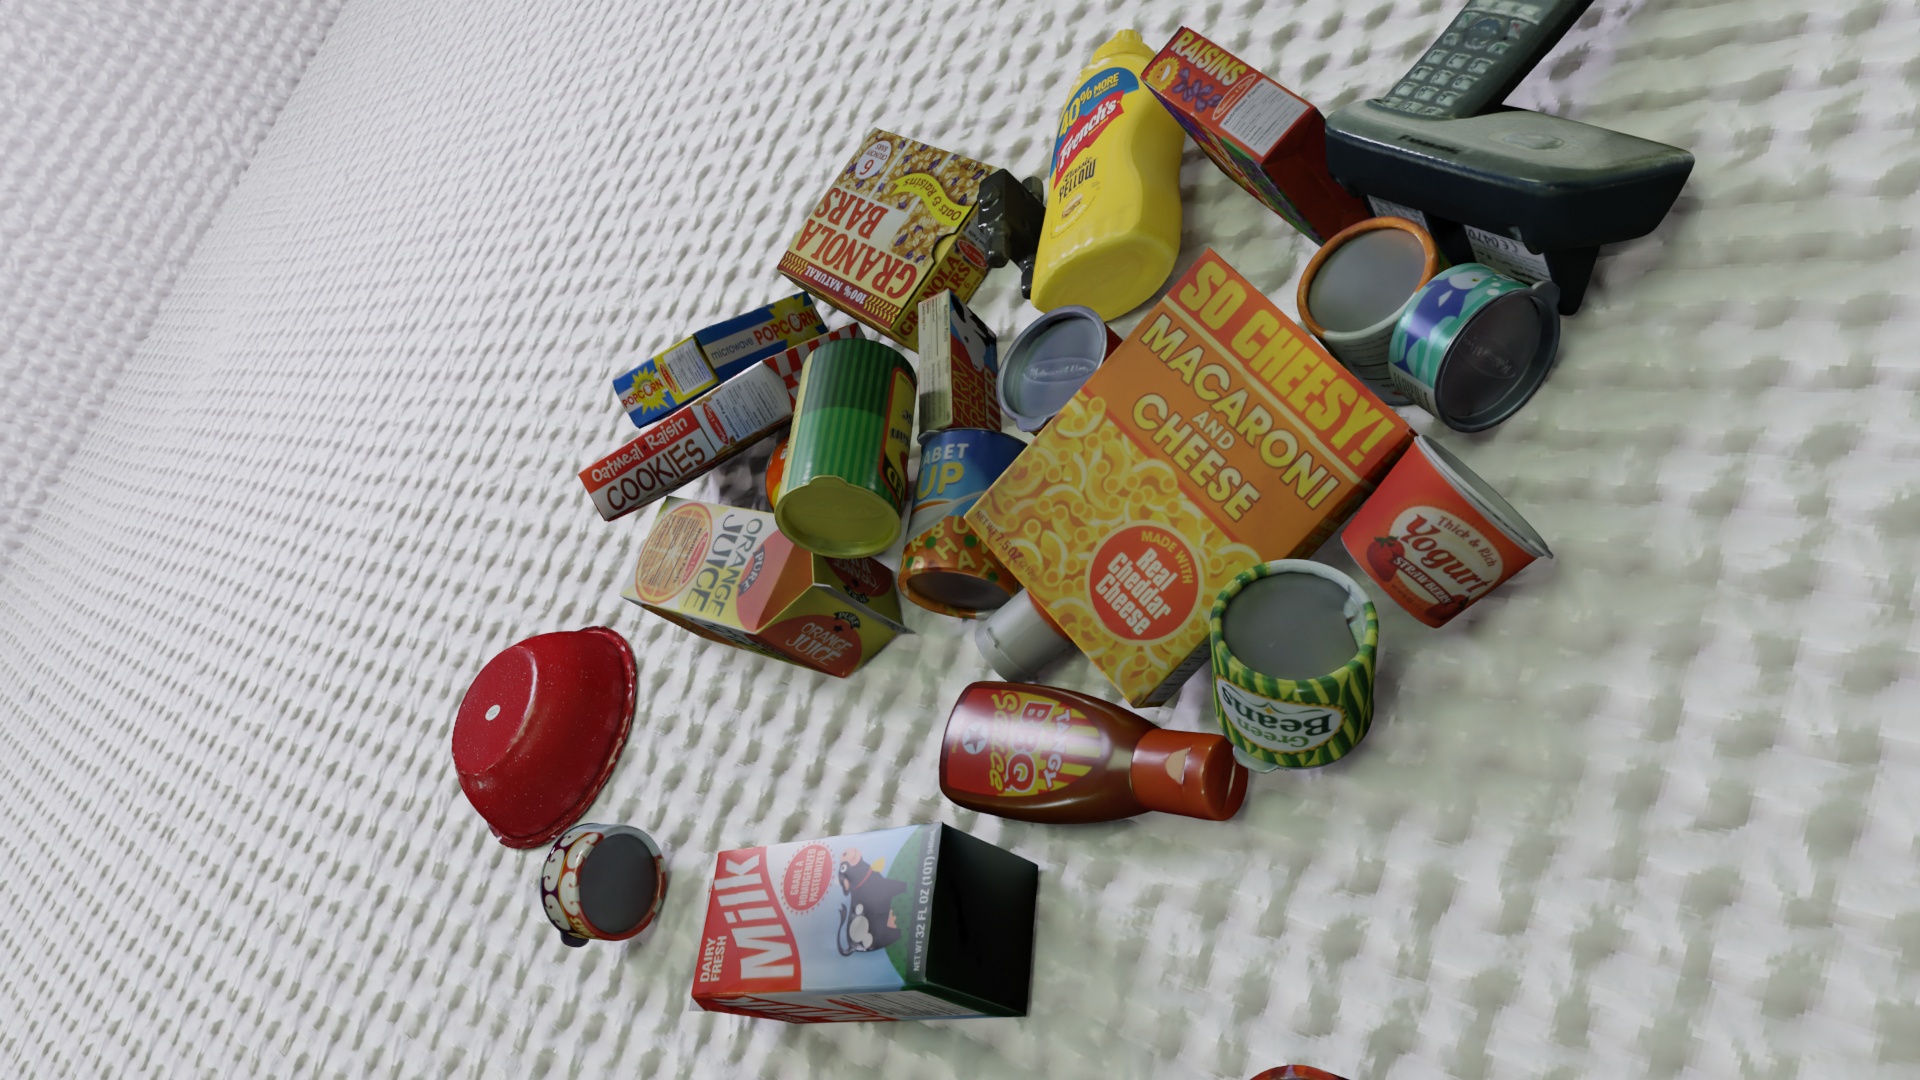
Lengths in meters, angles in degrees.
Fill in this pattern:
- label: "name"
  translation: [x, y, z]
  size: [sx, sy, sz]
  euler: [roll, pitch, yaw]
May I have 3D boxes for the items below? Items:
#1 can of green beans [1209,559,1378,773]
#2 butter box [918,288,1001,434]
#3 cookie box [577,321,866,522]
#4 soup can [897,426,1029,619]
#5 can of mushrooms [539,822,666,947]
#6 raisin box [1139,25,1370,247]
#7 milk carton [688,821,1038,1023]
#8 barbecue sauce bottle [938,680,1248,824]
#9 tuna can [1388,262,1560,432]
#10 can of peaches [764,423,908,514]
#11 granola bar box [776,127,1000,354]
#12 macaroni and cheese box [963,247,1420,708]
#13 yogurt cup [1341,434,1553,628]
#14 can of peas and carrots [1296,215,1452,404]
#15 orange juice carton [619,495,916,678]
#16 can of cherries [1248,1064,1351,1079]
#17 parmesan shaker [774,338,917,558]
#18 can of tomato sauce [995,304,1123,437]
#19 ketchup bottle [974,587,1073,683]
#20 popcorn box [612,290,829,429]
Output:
- label: "can of green beans"
  translation: [0.136, 0.050, 0.566]
  size: [0.071, 0.057, 0.071]
  euler: [-7, 48, 7]
- label: "butter box"
  translation: [-0.001, -0.091, 0.808]
  size: [0.024, 0.053, 0.104]
  euler: [-23, 51, 28]
- label: "cookie box"
  translation: [-0.147, -0.076, 0.894]
  size: [0.167, 0.040, 0.123]
  euler: [-25, 7, 30]
- label: "soup can"
  translation: [0.003, -0.009, 0.738]
  size: [0.071, 0.071, 0.084]
  euler: [-12, 57, 38]
- label: "can of mushrooms"
  translation: [-0.205, 0.199, 0.801]
  size: [0.033, 0.071, 0.071]
  euler: [-9, 59, 38]
- label: "raisin box"
  translation: [0.155, -0.206, 0.714]
  size: [0.040, 0.086, 0.124]
  euler: [-47, 42, 13]
- label: "milk carton"
  translation: [-0.062, 0.188, 0.668]
  size: [0.190, 0.073, 0.072]
  euler: [-17, 54, 36]
- label: "barbecue sauce bottle"
  translation: [0.059, 0.100, 0.635]
  size: [0.148, 0.043, 0.065]
  euler: [0, 68, 43]
- label: "tuna can"
  translation: [0.218, -0.084, 0.588]
  size: [0.071, 0.071, 0.033]
  euler: [-49, 41, 7]
- label: "can of peaches"
  translation: [-0.074, -0.036, 0.828]
  size: [0.058, 0.071, 0.071]
  euler: [10, 72, 45]
- label: "granola bar box"
  translation: [-0.042, -0.204, 0.932]
  size: [0.124, 0.039, 0.166]
  euler: [-55, 41, 0]
- label: "macaroni and cheese box"
  translation: [0.100, -0.027, 0.621]
  size: [0.166, 0.040, 0.124]
  euler: [-48, 67, 15]
- label: "yogurt cup"
  translation: [0.193, -0.002, 0.563]
  size: [0.053, 0.072, 0.073]
  euler: [-49, 41, 20]
- label: "can of peas and carrots"
  translation: [0.194, -0.106, 0.632]
  size: [0.071, 0.058, 0.071]
  euler: [-23, 51, 31]
- label: "orange juice carton"
  translation: [-0.112, 0.028, 0.821]
  size: [0.192, 0.071, 0.073]
  euler: [9, 71, 46]
- label: "can of cherries"
  translation: [0.131, 0.219, 0.479]
  size: [0.071, 0.058, 0.072]
  euler: [-24, 50, 32]
- label: "parmesan shaker"
  translation: [-0.060, -0.052, 0.747]
  size: [0.071, 0.071, 0.103]
  euler: [-22, 47, 32]
- label: "can of tomato sauce"
  translation: [0.069, -0.068, 0.705]
  size: [0.071, 0.083, 0.071]
  euler: [-23, 51, 32]
- label: "ketchup bottle"
  translation: [0.072, 0.013, 0.679]
  size: [0.148, 0.043, 0.065]
  euler: [-41, 53, 16]
- label: "popcorn box"
  translation: [-0.158, -0.122, 0.928]
  size: [0.085, 0.038, 0.127]
  euler: [-22, 8, 36]
